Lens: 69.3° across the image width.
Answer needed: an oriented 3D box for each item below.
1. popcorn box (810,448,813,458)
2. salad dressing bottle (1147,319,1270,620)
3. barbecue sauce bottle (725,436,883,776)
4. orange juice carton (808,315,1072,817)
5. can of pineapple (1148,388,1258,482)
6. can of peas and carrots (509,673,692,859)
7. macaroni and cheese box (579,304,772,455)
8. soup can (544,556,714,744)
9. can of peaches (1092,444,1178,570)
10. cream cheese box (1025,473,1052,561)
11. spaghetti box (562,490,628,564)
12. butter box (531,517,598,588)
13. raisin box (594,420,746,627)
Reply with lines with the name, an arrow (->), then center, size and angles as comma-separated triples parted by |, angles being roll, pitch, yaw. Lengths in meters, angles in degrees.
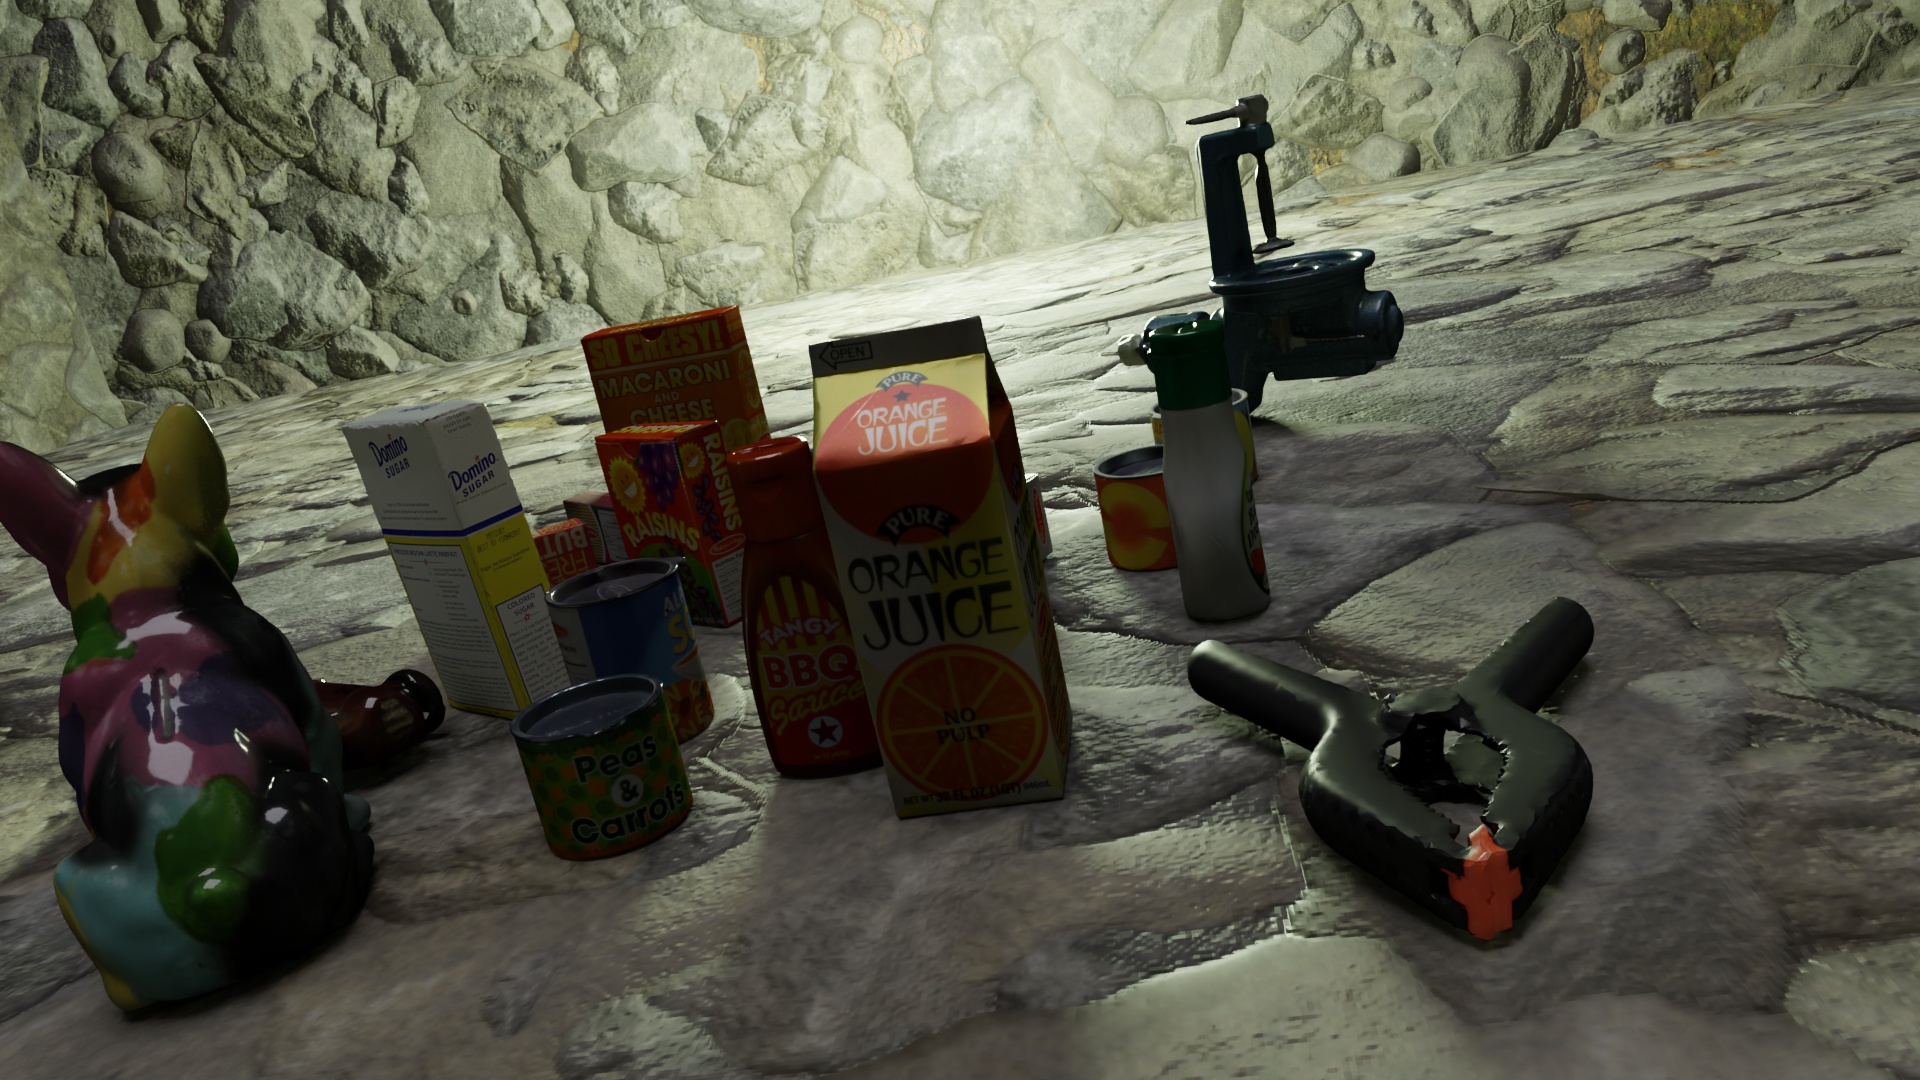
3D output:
popcorn box -> -0.037, -0.040, 0.936 | 0.038, 0.085, 0.127 | 4, 22, 43
salad dressing bottle -> 0.124, -0.035, 0.697 | 0.044, 0.147, 0.064 | -7, 17, 17
barbecue sauce bottle -> -0.069, 0.029, 0.616 | 0.065, 0.148, 0.044 | -10, 16, 8
orange juice carton -> -0.007, 0.008, 0.566 | 0.072, 0.192, 0.073 | -9, 16, 10
can of pineapple -> 0.162, -0.065, 0.931 | 0.071, 0.057, 0.071 | -11, 16, 3
can of peas and carrots -> -0.154, 0.098, 0.605 | 0.071, 0.058, 0.071 | -11, 16, 3
macaroni and cheese box -> -0.216, -0.091, 1.092 | 0.123, 0.166, 0.040 | -8, 16, 15
soup can -> -0.163, 0.058, 0.702 | 0.071, 0.083, 0.071 | -11, 16, 3
can of peaches -> 0.113, -0.020, 0.814 | 0.071, 0.058, 0.071 | -11, 16, 3
cream cheese box -> 0.003, -0.011, 0.868 | 0.104, 0.053, 0.024 | -3, 18, 29
spaghetti box -> -0.213, -0.001, 0.995 | 0.029, 0.050, 0.250 | -24, 20, -37
butter box -> -0.307, 0.025, 0.969 | 0.104, 0.053, 0.024 | -20, 18, -26
raisin box -> -0.176, -0.011, 0.872 | 0.086, 0.123, 0.040 | 3, 22, 42
